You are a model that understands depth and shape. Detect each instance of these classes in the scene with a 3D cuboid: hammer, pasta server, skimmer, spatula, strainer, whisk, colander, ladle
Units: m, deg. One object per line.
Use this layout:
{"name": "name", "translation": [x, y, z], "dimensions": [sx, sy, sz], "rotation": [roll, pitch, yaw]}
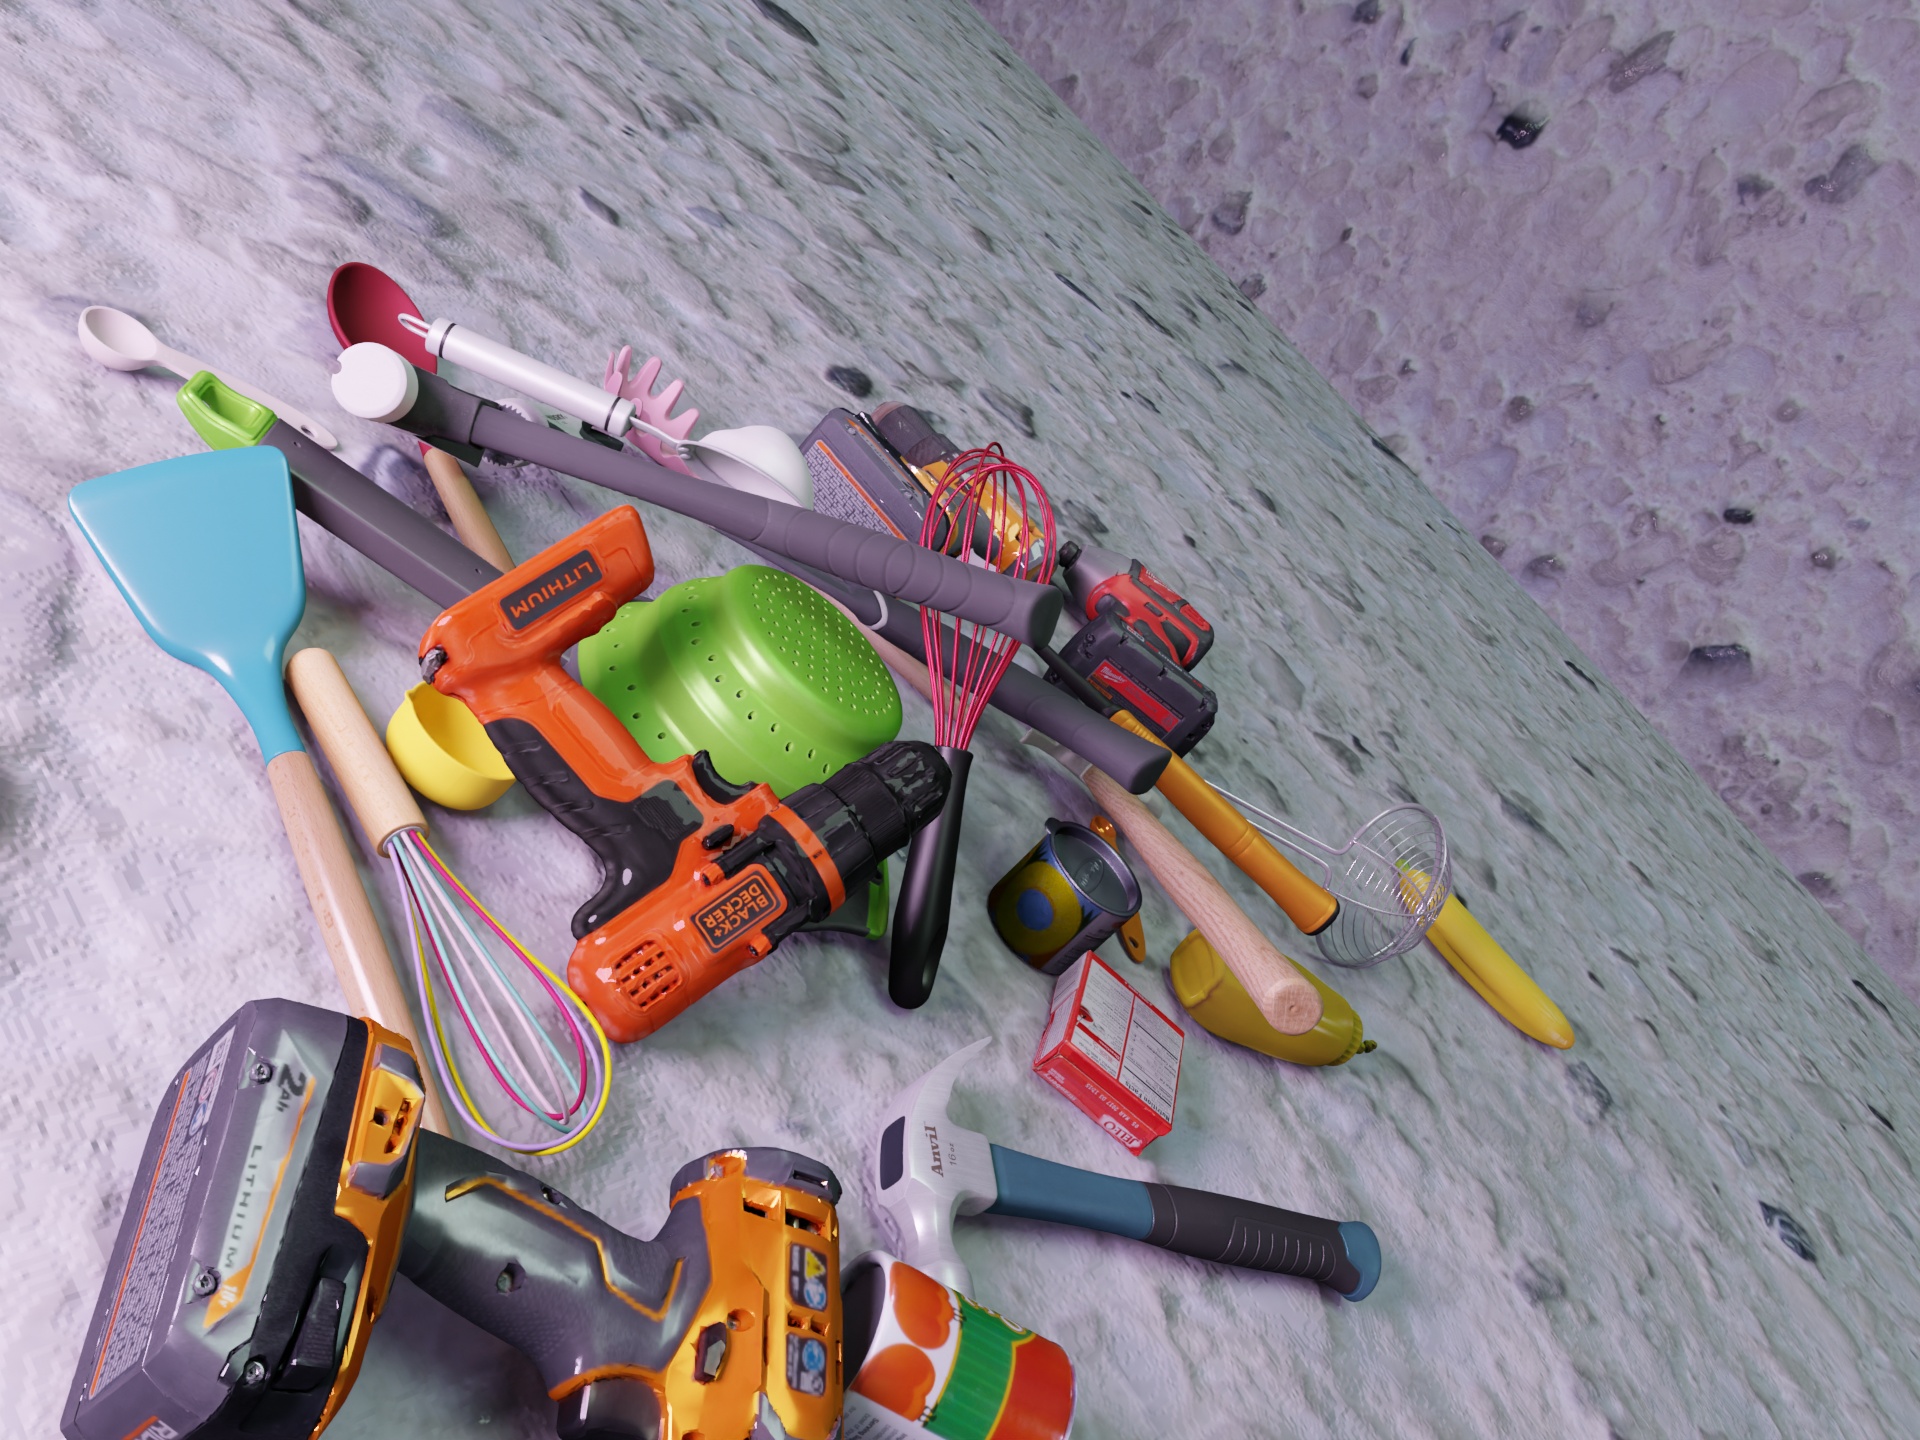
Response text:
{"name": "hammer", "translation": [0.117, 0.077, 0.900], "dimensions": [0.130, 0.031, 0.332], "rotation": [41, 6, -24]}
{"name": "pasta server", "translation": [-0.106, -0.111, 0.996], "dimensions": [0.316, 0.040, 0.060], "rotation": [42, 27, -3]}
{"name": "skimmer", "translation": [0.182, 0.055, 1.111], "dimensions": [0.363, 0.127, 0.090], "rotation": [28, 4, -3]}
{"name": "spatula", "translation": [-0.244, 0.031, 0.589], "dimensions": [0.082, 0.044, 0.318], "rotation": [-19, 63, -27]}
{"name": "hammer", "translation": [0.093, 0.236, 0.756], "dimensions": [0.330, 0.033, 0.128], "rotation": [24, 39, -36]}
{"name": "hammer", "translation": [0.118, 0.019, 1.003], "dimensions": [0.336, 0.034, 0.127], "rotation": [43, 5, -9]}
{"name": "hammer", "translation": [-0.065, -0.071, 0.887], "dimensions": [0.409, 0.036, 0.149], "rotation": [30, 15, 1]}
{"name": "strainer", "translation": [-0.166, -0.154, 0.815], "dimensions": [0.258, 0.050, 0.087], "rotation": [24, -10, -5]}
{"name": "whisk", "translation": [-0.001, -0.003, 0.801], "dimensions": [0.073, 0.073, 0.296], "rotation": [21, 73, -38]}
{"name": "whisk", "translation": [-0.200, 0.061, 0.609], "dimensions": [0.245, 0.047, 0.051], "rotation": [52, 16, 26]}
{"name": "hammer", "translation": [-0.111, -0.099, 0.750], "dimensions": [0.334, 0.035, 0.146], "rotation": [18, 2, -4]}
{"name": "colander", "translation": [-0.155, -0.052, 0.730], "dimensions": [0.396, 0.094, 0.205], "rotation": [37, 22, -24]}
{"name": "ladle", "translation": [-0.256, -0.117, 0.812], "dimensions": [0.069, 0.031, 0.316], "rotation": [11, 42, -58]}

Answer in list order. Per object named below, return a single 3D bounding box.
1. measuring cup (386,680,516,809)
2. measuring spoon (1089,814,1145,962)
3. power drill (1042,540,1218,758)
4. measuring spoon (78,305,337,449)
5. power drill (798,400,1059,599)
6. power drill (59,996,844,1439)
{"name": "measuring cup", "translation": [-0.225, -0.014, 0.710], "dimensions": [0.062, 0.029, 0.157], "rotation": [34, 18, -31]}
{"name": "measuring spoon", "translation": [0.096, 0.105, 0.989], "dimensions": [0.021, 0.011, 0.117], "rotation": [27, 34, -31]}
{"name": "power drill", "translation": [0.125, -0.060, 1.200], "dimensions": [0.143, 0.078, 0.220], "rotation": [38, 24, -10]}
{"name": "measuring spoon", "translation": [-0.355, -0.155, 0.751], "dimensions": [0.124, 0.018, 0.034], "rotation": [28, 29, -41]}
{"name": "power drill", "translation": [-0.039, -0.163, 1.123], "dimensions": [0.185, 0.084, 0.226], "rotation": [50, 23, 15]}
{"name": "power drill", "translation": [-0.129, 0.189, 0.472], "dimensions": [0.226, 0.084, 0.164], "rotation": [30, 37, -32]}
